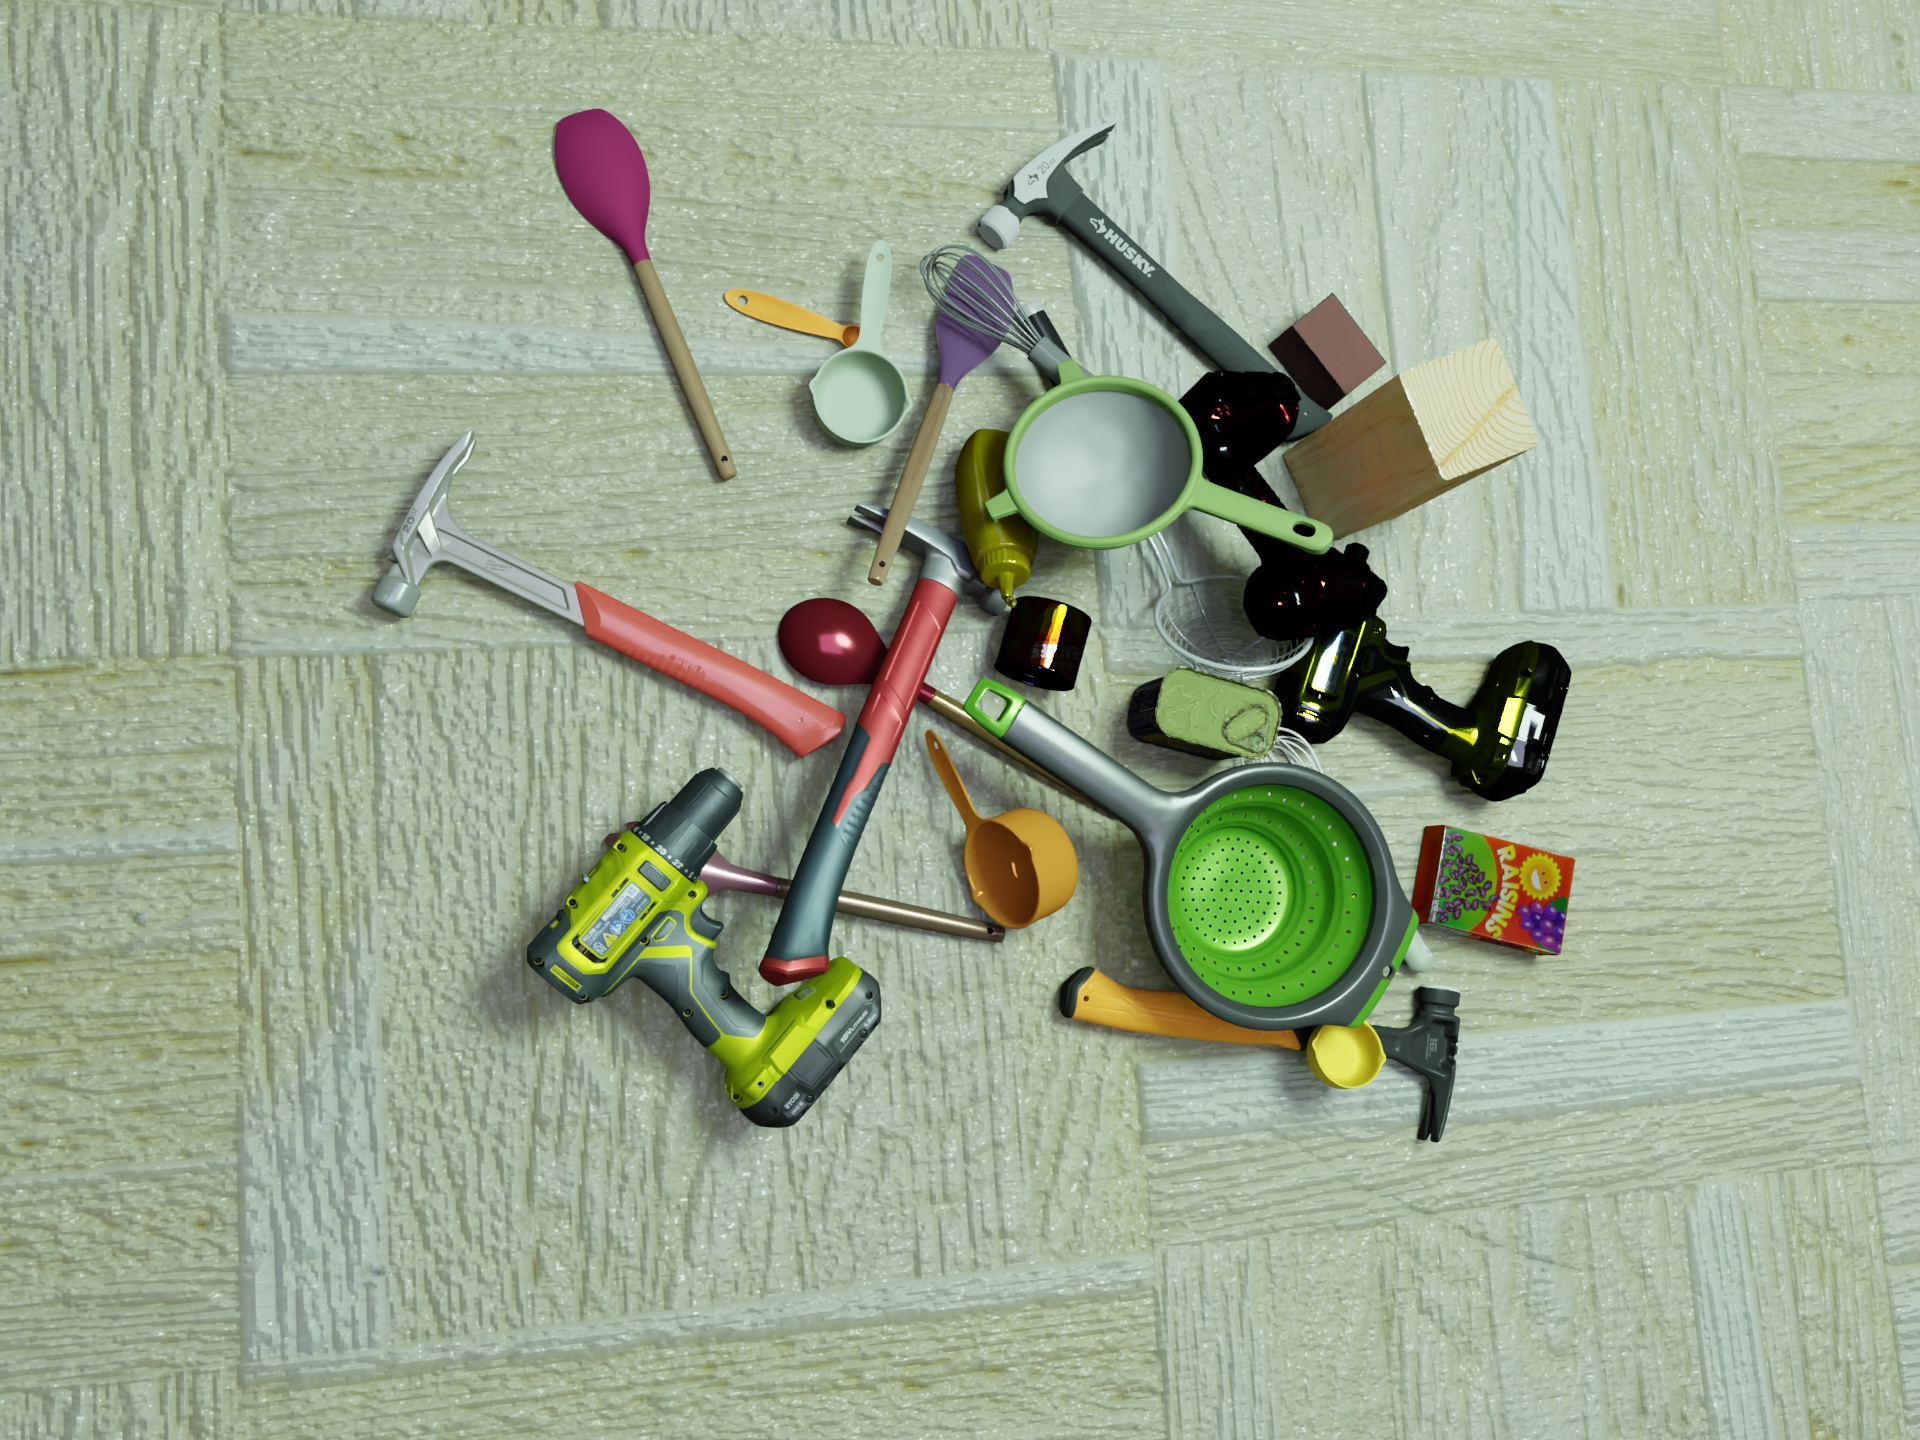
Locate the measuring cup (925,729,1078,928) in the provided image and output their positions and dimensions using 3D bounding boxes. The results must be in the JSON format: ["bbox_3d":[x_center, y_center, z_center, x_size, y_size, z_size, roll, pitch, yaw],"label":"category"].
[{"bbox_3d":[0.030,0.076,1.237,0.052,0.095,0.174,-15,68,-36],"label":"measuring cup"}]

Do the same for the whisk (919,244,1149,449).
[{"bbox_3d":[0.063,-0.297,1.272,0.239,0.055,0.055,41,76,2],"label":"whisk"}]

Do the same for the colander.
[{"bbox_3d":[0.163,0.091,1.240,0.397,0.094,0.204,34,80,-8],"label":"colander"}]

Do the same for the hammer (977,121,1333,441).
[{"bbox_3d":[0.184,-0.358,1.344,0.334,0.035,0.146,41,77,-5],"label":"hammer"}]

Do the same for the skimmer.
[{"bbox_3d":[0.156,-0.192,1.286,0.127,0.090,0.363,-28,88,-29],"label":"skimmer"}]

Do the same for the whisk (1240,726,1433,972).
[{"bbox_3d":[0.314,0.108,1.310,0.059,0.058,0.246,-34,95,22],"label":"whisk"}]

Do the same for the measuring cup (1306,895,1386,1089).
[{"bbox_3d":[0.308,0.218,1.272,0.062,0.029,0.157,13,67,-8],"label":"measuring cup"}]

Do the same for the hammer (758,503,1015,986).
[{"bbox_3d":[-0.079,0.013,1.178,0.143,0.038,0.387,26,60,-9],"label":"hammer"}]

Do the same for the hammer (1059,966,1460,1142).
[{"bbox_3d":[0.241,0.254,1.277,0.336,0.034,0.127,11,79,-11],"label":"hammer"}]

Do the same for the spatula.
[{"bbox_3d":[-0.018,-0.243,1.268,0.059,0.018,0.316,22,67,-9],"label":"spatula"}]

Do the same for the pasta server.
[{"bbox_3d":[-0.117,0.133,1.219,0.316,0.040,0.060,14,80,-14],"label":"pasta server"}]

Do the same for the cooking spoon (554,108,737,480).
[{"bbox_3d":[-0.241,-0.337,1.255,0.069,0.017,0.319,-22,87,-14],"label":"cooking spoon"}]

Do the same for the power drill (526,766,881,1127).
[{"bbox_3d":[-0.169,0.165,1.153,0.228,0.080,0.190,43,79,-14],"label":"power drill"}]

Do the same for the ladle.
[{"bbox_3d":[-0.002,-0.004,1.262,0.315,0.031,0.069,30,77,-9],"label":"ladle"}]

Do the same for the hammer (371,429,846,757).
[{"bbox_3d":[-0.250,-0.077,1.211,0.359,0.036,0.149,26,78,-8],"label":"hammer"}]

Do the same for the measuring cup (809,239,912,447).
[{"bbox_3d":[-0.076,-0.299,1.274,0.083,0.038,0.168,9,83,-12],"label":"measuring cup"}]

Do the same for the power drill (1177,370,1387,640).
[{"bbox_3d":[0.255,-0.167,1.267,0.143,0.078,0.220,-9,68,-39],"label":"power drill"}]

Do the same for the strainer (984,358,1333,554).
[{"bbox_3d":[0.157,-0.167,1.213,0.256,0.069,0.151,22,72,14],"label":"strainer"}]

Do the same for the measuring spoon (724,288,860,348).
[{"bbox_3d":[-0.134,-0.324,1.283,0.117,0.011,0.021,17,92,-6],"label":"measuring spoon"}]

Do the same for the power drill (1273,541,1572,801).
[{"bbox_3d":[0.382,-0.038,1.327,0.223,0.080,0.171,21,79,-6],"label":"power drill"}]
